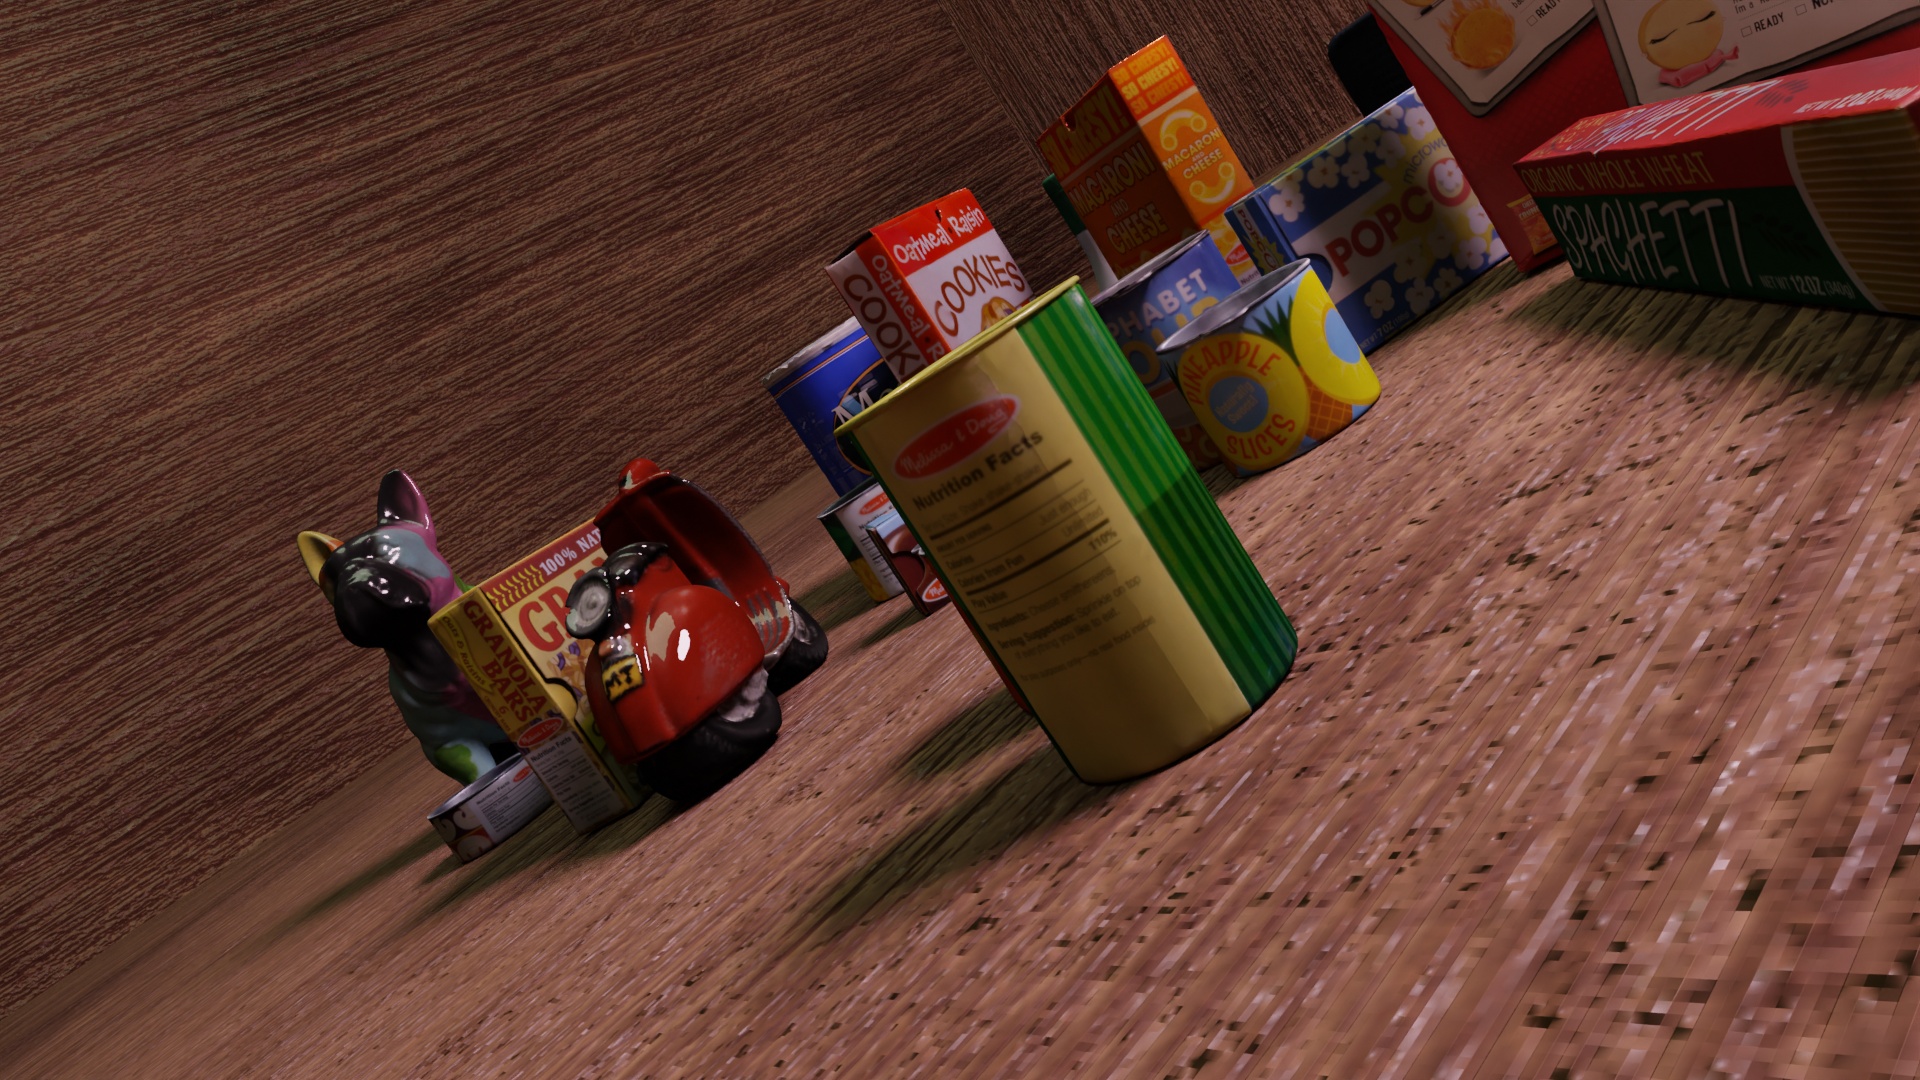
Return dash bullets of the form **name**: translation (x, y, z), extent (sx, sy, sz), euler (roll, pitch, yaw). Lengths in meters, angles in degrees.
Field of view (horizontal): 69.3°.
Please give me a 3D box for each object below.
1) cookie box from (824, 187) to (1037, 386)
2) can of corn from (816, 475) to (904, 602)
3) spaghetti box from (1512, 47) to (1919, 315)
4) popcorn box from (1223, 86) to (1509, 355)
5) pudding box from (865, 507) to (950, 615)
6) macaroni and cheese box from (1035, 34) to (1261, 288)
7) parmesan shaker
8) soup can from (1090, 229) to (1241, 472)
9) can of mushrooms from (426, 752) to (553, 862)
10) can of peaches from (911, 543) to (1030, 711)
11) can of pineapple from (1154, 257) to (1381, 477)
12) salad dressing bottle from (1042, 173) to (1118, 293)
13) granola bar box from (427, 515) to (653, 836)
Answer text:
- **cookie box**: translation (0.012, -0.101, 0.751), extent (0.040, 0.167, 0.123), euler (-28, 9, 32)
- **can of corn**: translation (-0.036, -0.007, 0.771), extent (0.071, 0.058, 0.071), euler (-32, 8, 5)
- **spaghetti box**: translation (0.207, -0.094, 0.374), extent (0.028, 0.050, 0.251), euler (-32, 8, 11)
- **popcorn box**: translation (0.192, -0.145, 0.615), extent (0.127, 0.085, 0.038), euler (-34, 8, -11)
- **pudding box**: translation (0.002, -0.008, 0.658), extent (0.084, 0.049, 0.030), euler (-34, 8, -10)
- **macaroni and cheese box**: translation (0.111, -0.157, 0.709), extent (0.040, 0.166, 0.123), euler (-34, 8, -10)
- **parmesan shaker**: translation (0.025, -0.001, 0.335), extent (0.071, 0.103, 0.071), euler (-32, 8, 5)
- **soup can**: translation (0.097, -0.078, 0.587), extent (0.071, 0.083, 0.071), euler (-32, 8, 5)
- **can of mushrooms**: translation (-0.271, 0.154, 0.804), extent (0.071, 0.033, 0.071), euler (-32, 8, 5)
- **can of peaches**: translation (0.029, 0.010, 0.413), extent (0.071, 0.058, 0.071), euler (-32, 8, 5)
- **can of pineapple**: translation (0.116, -0.064, 0.525), extent (0.071, 0.058, 0.071), euler (-32, 8, 5)
- **salad dressing bottle**: translation (0.103, -0.160, 0.828), extent (0.064, 0.147, 0.044), euler (-39, 9, -36)
- **granola bar box**: translation (-0.171, 0.052, 0.701), extent (0.039, 0.124, 0.166), euler (-30, 8, 24)
